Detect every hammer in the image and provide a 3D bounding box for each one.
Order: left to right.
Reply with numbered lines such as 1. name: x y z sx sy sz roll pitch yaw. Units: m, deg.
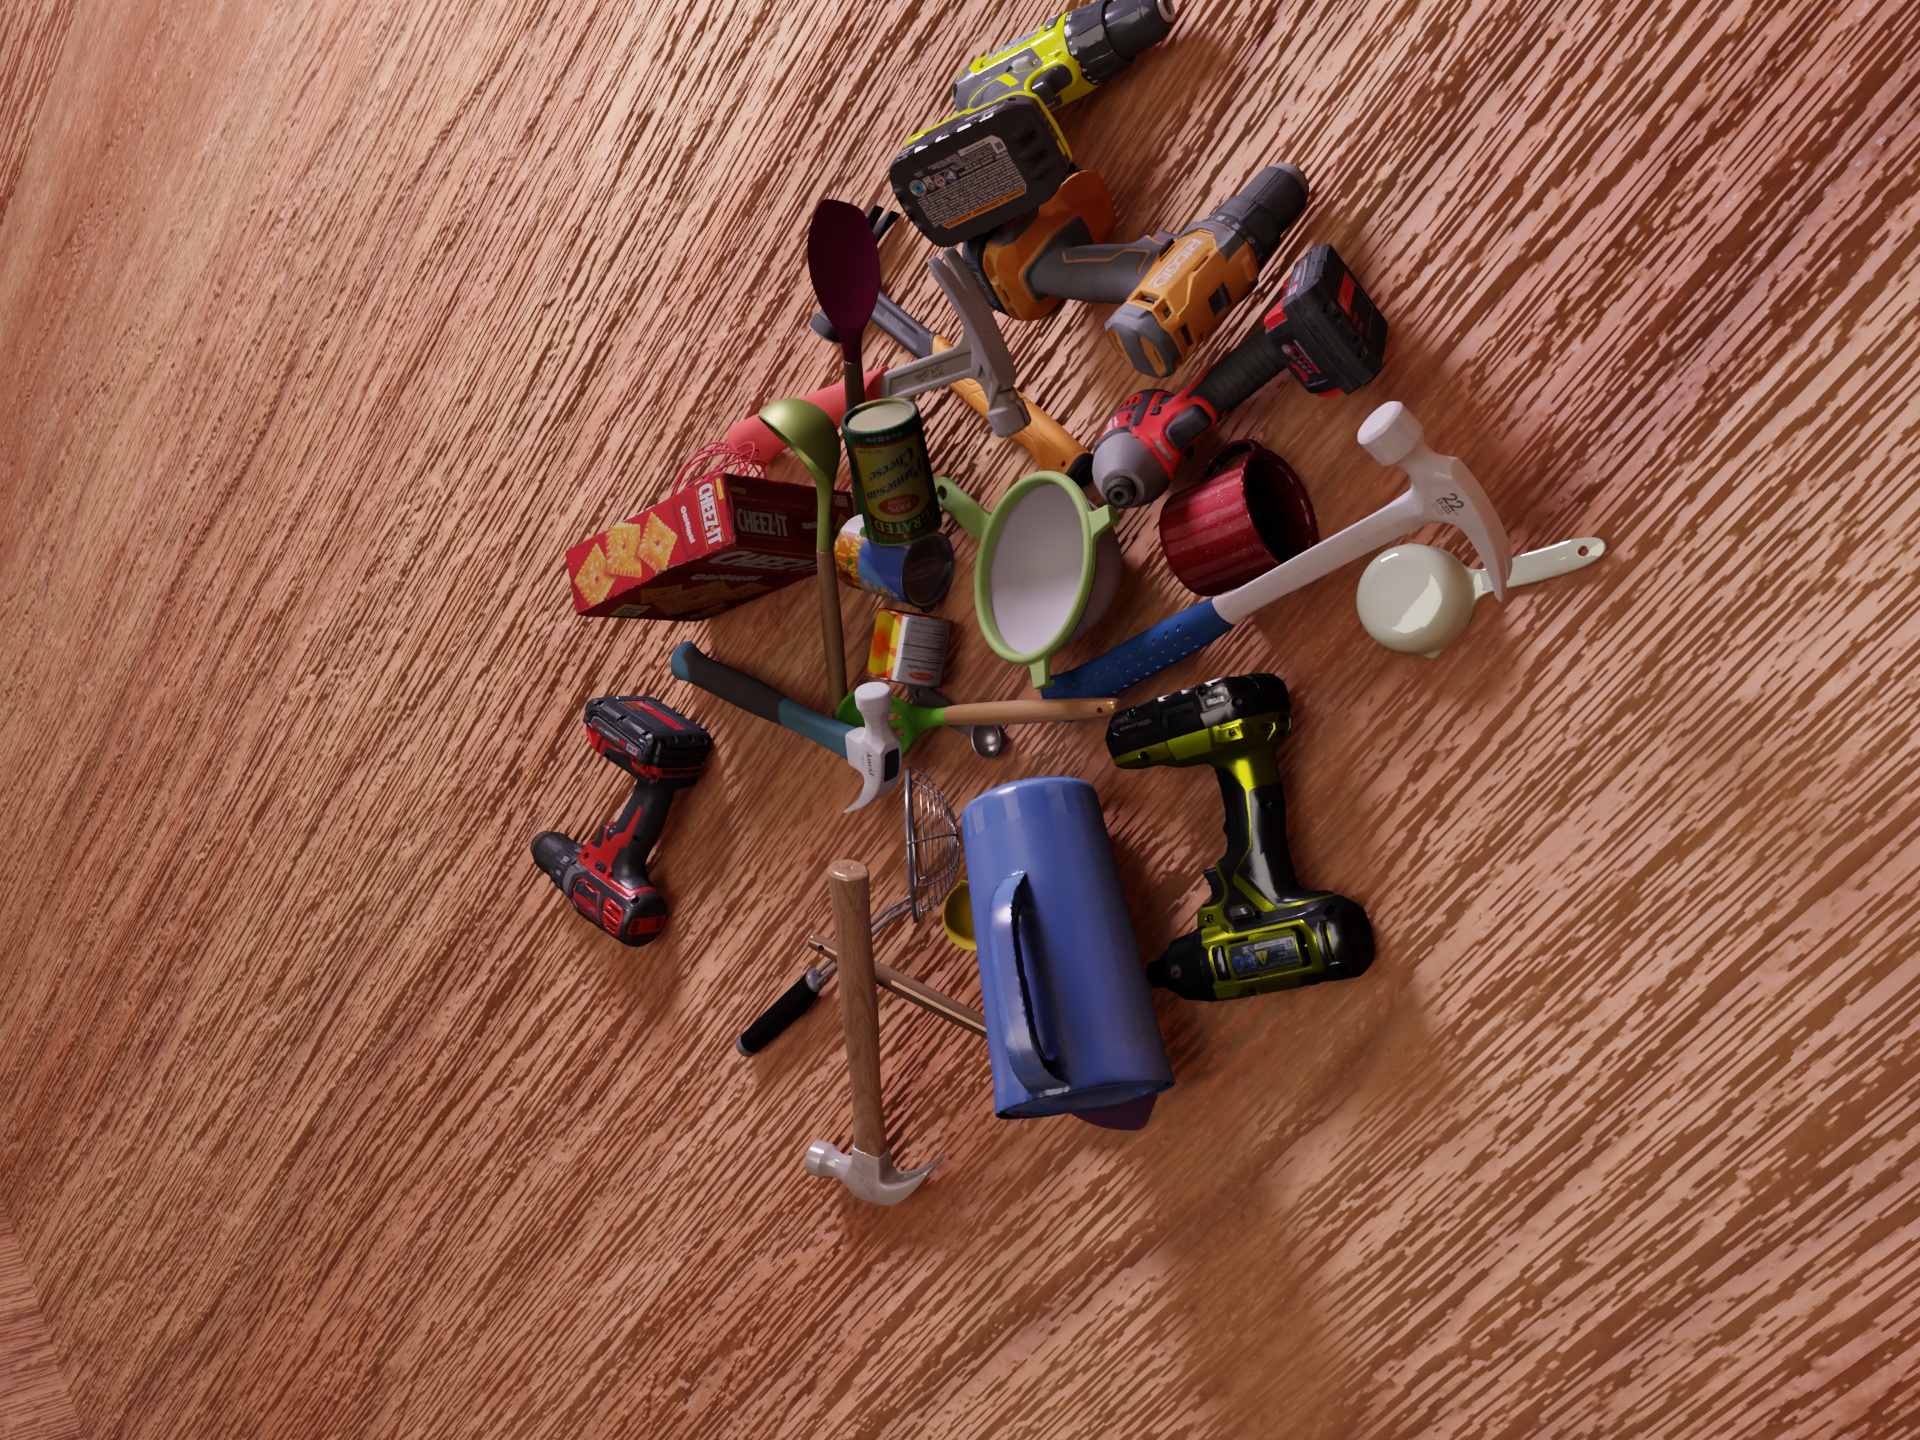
1. hammer: -0.164 -0.013 1.432 0.331 0.033 0.128 24 129 45
2. hammer: -0.093 -0.284 1.359 0.359 0.037 0.149 -5 118 49
3. hammer: -0.080 0.265 1.316 0.130 0.031 0.331 13 119 28
4. hammer: 0.000 -0.304 1.342 0.337 0.034 0.127 45 116 30
5. hammer: 0.197 -0.076 1.116 0.144 0.035 0.405 41 143 -15

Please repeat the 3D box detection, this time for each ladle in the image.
1. ladle: -0.123 -0.118 1.345 0.078 0.062 0.320 41 141 51

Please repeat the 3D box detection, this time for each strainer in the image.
1. strainer: 0.056 -0.139 1.280 0.257 0.069 0.151 47 123 51

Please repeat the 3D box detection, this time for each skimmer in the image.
1. skimmer: -0.116 0.183 1.384 0.363 0.090 0.127 -45 30 31

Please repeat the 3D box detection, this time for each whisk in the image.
1. whisk: -0.276 -0.193 1.527 0.296 0.073 0.073 -25 73 46

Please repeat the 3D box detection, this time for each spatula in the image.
1. spatula: 0.010 0.245 1.282 0.316 0.018 0.059 24 103 20

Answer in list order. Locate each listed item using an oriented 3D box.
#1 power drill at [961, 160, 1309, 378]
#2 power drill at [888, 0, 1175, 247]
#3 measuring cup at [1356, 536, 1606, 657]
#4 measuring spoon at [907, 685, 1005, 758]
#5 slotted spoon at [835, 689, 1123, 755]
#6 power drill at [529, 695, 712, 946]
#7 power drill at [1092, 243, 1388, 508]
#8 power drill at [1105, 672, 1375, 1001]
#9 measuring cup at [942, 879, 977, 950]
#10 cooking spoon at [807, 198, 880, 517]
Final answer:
1. power drill: 0.132 -0.357 1.185 0.185 0.084 0.226 -49 47 -10
2. power drill: 0.056 -0.469 1.212 0.190 0.080 0.229 -12 38 38
3. measuring cup: 0.343 -0.094 1.062 0.167 0.038 0.083 -17 78 39
4. measuring spoon: -0.002 -0.004 1.350 0.124 0.018 0.034 33 118 41
5. slotted spoon: 0.010 -0.003 1.302 0.314 0.031 0.070 -4 112 46
6. power drill: -0.347 0.090 1.579 0.188 0.080 0.226 29 109 35
7. power drill: 0.187 -0.230 1.127 0.219 0.143 0.078 -32 107 32
8. power drill: 0.189 0.090 1.157 0.171 0.080 0.223 -19 80 36
9. measuring cup: 0.058 0.143 1.296 0.156 0.029 0.062 -24 74 23
10. cooking spoon: -0.088 -0.276 1.314 0.069 0.017 0.318 21 135 23
